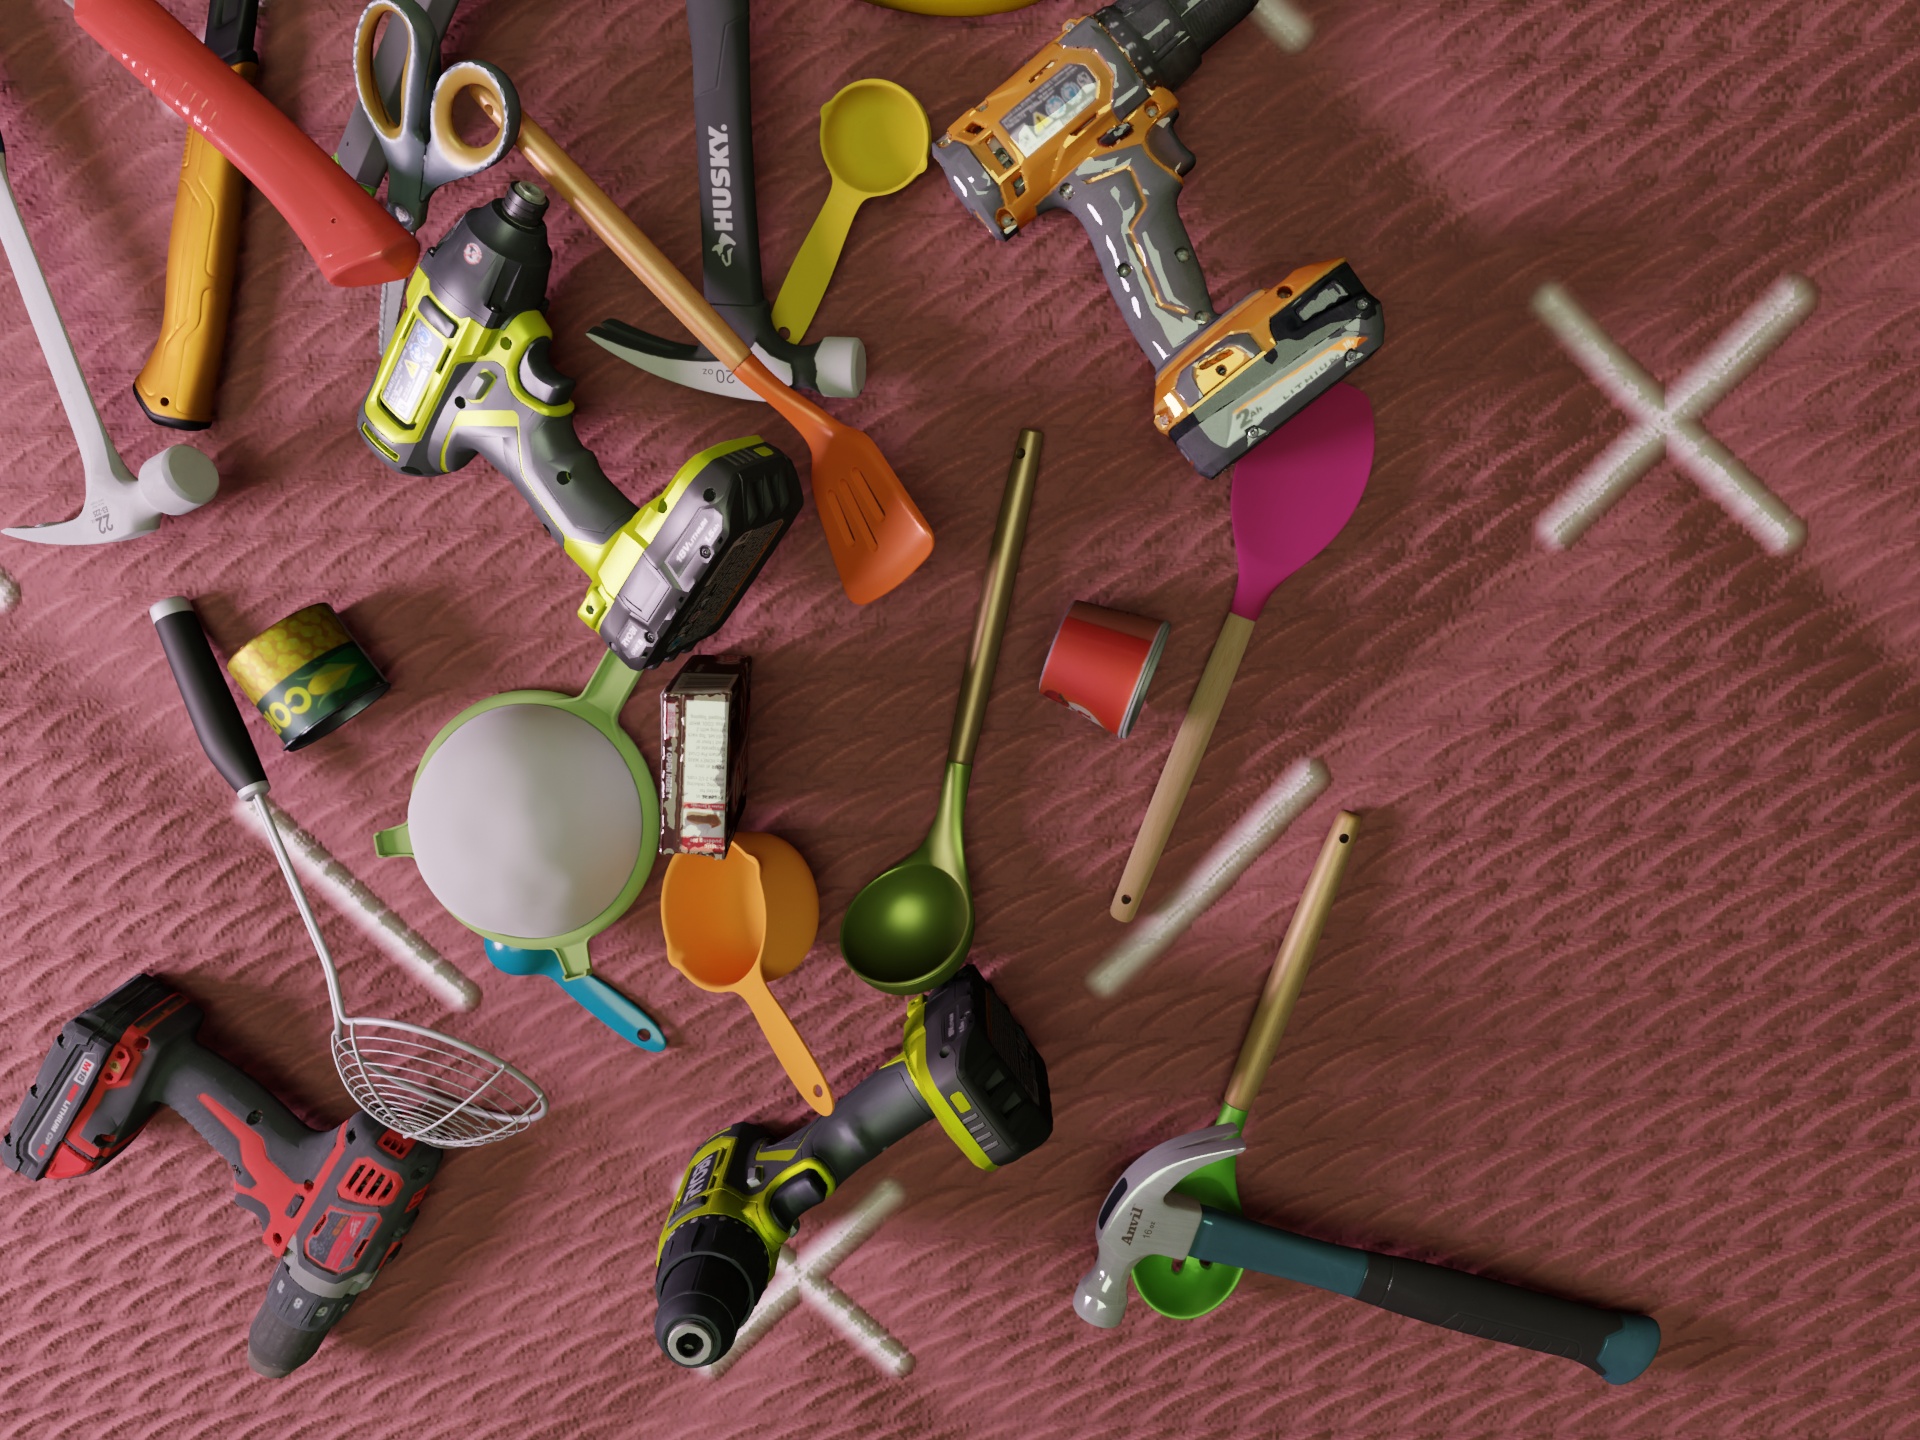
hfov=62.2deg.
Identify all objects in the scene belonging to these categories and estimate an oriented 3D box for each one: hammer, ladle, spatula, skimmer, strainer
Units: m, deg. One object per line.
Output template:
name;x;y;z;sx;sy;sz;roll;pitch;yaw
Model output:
hammer;-0.409;-0.355;0.803;0.359;0.036;0.149;41;88;2
hammer;-0.391;-0.322;0.856;0.127;0.034;0.337;15;102;3
ladle;-0.001;-0.003;0.874;0.078;0.062;0.320;18;100;32
hammer;-0.124;-0.327;0.788;0.146;0.035;0.334;5;117;9
hammer;-0.528;-0.289;0.861;0.144;0.035;0.405;-16;96;28
hammer;0.239;0.320;0.907;0.331;0.033;0.128;16;100;-5
spatula;-0.133;-0.197;0.811;0.322;0.041;0.081;46;140;-11
skimmer;-0.358;0.087;0.925;0.127;0.090;0.363;-30;84;49
strainer;-0.222;0.014;0.882;0.151;0.069;0.256;32;98;6

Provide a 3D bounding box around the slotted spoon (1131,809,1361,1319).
slotted spoon;0.170;0.198;0.912;0.070;0.031;0.313;19;100;1

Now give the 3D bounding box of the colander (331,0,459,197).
colander;-0.263;-0.418;0.759;0.397;0.094;0.205;-54;51;25

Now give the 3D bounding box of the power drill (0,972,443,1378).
power drill;-0.446;0.279;0.958;0.226;0.080;0.188;31;102;-5

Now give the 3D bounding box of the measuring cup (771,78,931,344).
measuring cup;-0.065;-0.265;0.849;0.062;0.029;0.156;29;114;-3

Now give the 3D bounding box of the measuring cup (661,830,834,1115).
measuring cup;-0.099;0.137;0.875;0.095;0.052;0.174;-48;64;30

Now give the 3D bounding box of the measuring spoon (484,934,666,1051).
measuring spoon;-0.228;0.159;0.939;0.128;0.021;0.042;37;102;-1

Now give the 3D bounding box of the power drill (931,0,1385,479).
power drill;0.121;-0.260;0.802;0.185;0.084;0.226;-38;90;10

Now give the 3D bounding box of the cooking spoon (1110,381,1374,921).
cooking spoon;0.145;-0.033;0.873;0.069;0.017;0.319;22;102;8

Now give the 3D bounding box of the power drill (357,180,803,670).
power drill;-0.198;-0.149;0.820;0.223;0.080;0.171;43;121;6

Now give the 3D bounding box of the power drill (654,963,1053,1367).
power drill;-0.066;0.242;0.860;0.228;0.190;0.080;-35;98;6
